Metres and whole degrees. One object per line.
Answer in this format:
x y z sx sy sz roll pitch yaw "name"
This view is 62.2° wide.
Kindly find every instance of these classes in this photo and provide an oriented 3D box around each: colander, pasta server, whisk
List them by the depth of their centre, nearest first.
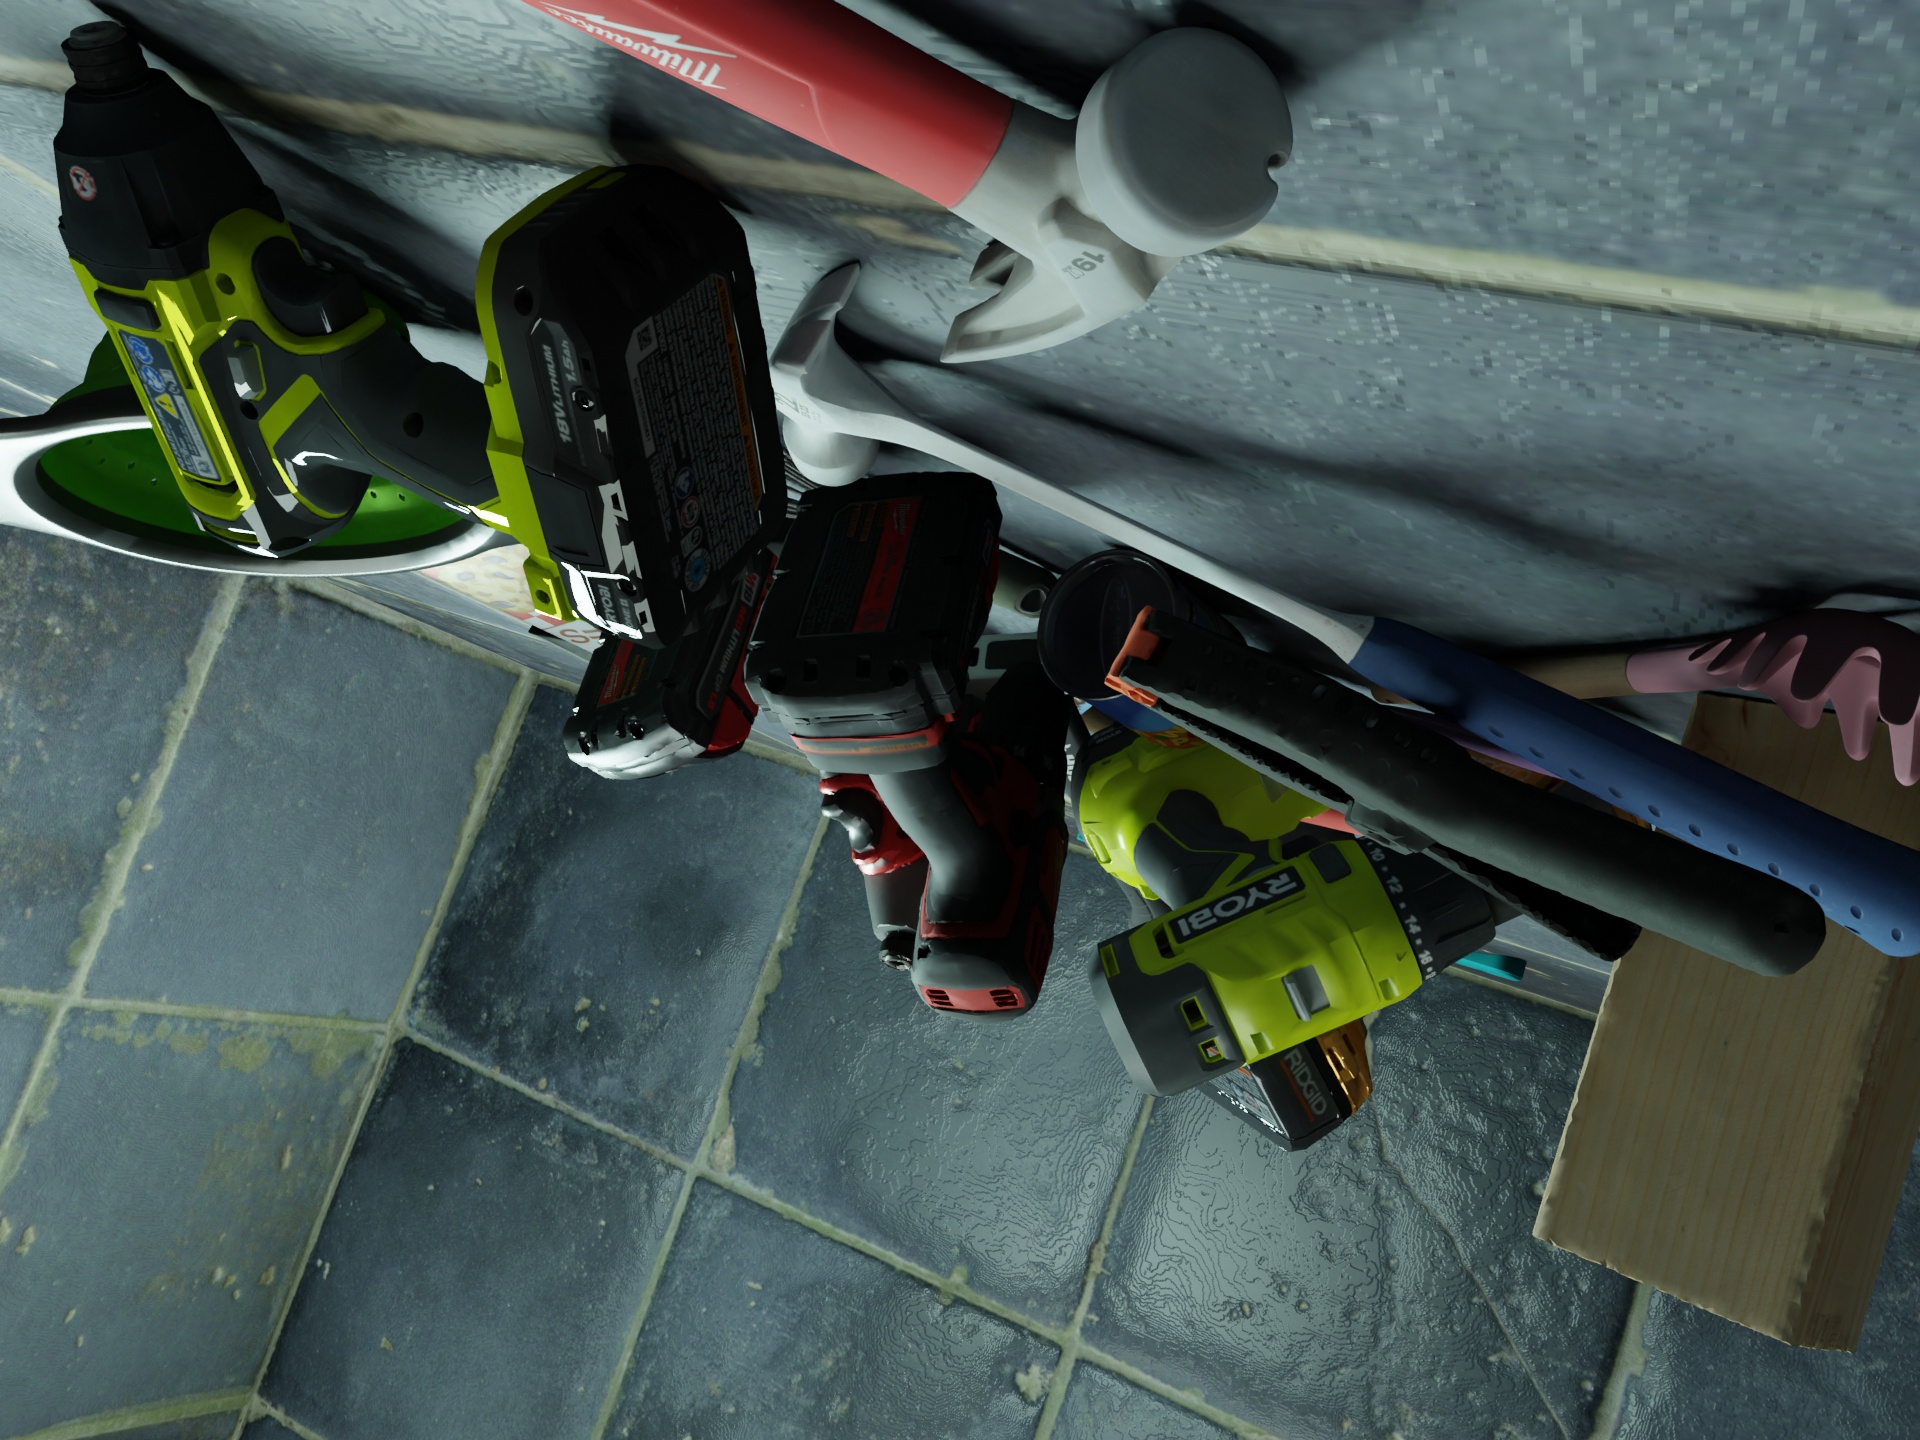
0.223 -0.010 0.566 0.060 0.040 0.316 28 174 -11 "pasta server"
-0.055 -0.093 0.696 0.246 0.057 0.059 20 -151 -31 "whisk"
-0.221 -0.130 0.716 0.397 0.094 0.204 3 167 -24 "colander"

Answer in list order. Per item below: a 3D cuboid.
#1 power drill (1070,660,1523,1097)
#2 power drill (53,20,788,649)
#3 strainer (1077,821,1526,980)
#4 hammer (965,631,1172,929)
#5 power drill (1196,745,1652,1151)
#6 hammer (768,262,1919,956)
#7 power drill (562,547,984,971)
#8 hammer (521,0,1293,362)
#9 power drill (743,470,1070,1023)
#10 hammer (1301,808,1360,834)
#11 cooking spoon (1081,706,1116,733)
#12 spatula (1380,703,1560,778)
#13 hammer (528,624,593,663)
0.140 0.053 0.684 0.229 0.190 0.080 -101 -15 -69 "power drill"
-0.173 -0.115 0.487 0.223 0.080 0.171 16 136 22 "power drill"
0.264 0.104 1.159 0.210 0.095 0.340 23 173 -41 "strainer"
0.090 0.053 0.936 0.146 0.035 0.334 -6 146 21 "hammer"
0.188 0.086 0.769 0.084 0.226 0.185 60 165 -21 "power drill"
0.118 -0.030 0.507 0.405 0.035 0.144 26 174 5 "hammer"
-0.067 0.018 0.748 0.078 0.143 0.219 -14 141 42 "power drill"
-0.134 -0.167 0.291 0.386 0.038 0.143 21 175 -18 "hammer"
-0.001 -0.002 0.683 0.080 0.188 0.226 -3 139 19 "power drill"
0.172 0.040 0.988 0.359 0.037 0.149 14 174 1 "hammer"
0.037 -0.029 1.065 0.069 0.017 0.318 25 179 44 "cooking spoon"
0.316 0.037 0.662 0.315 0.018 0.060 16 -176 -11 "spatula"
-0.252 -0.098 0.995 0.127 0.034 0.336 28 164 10 "hammer"
